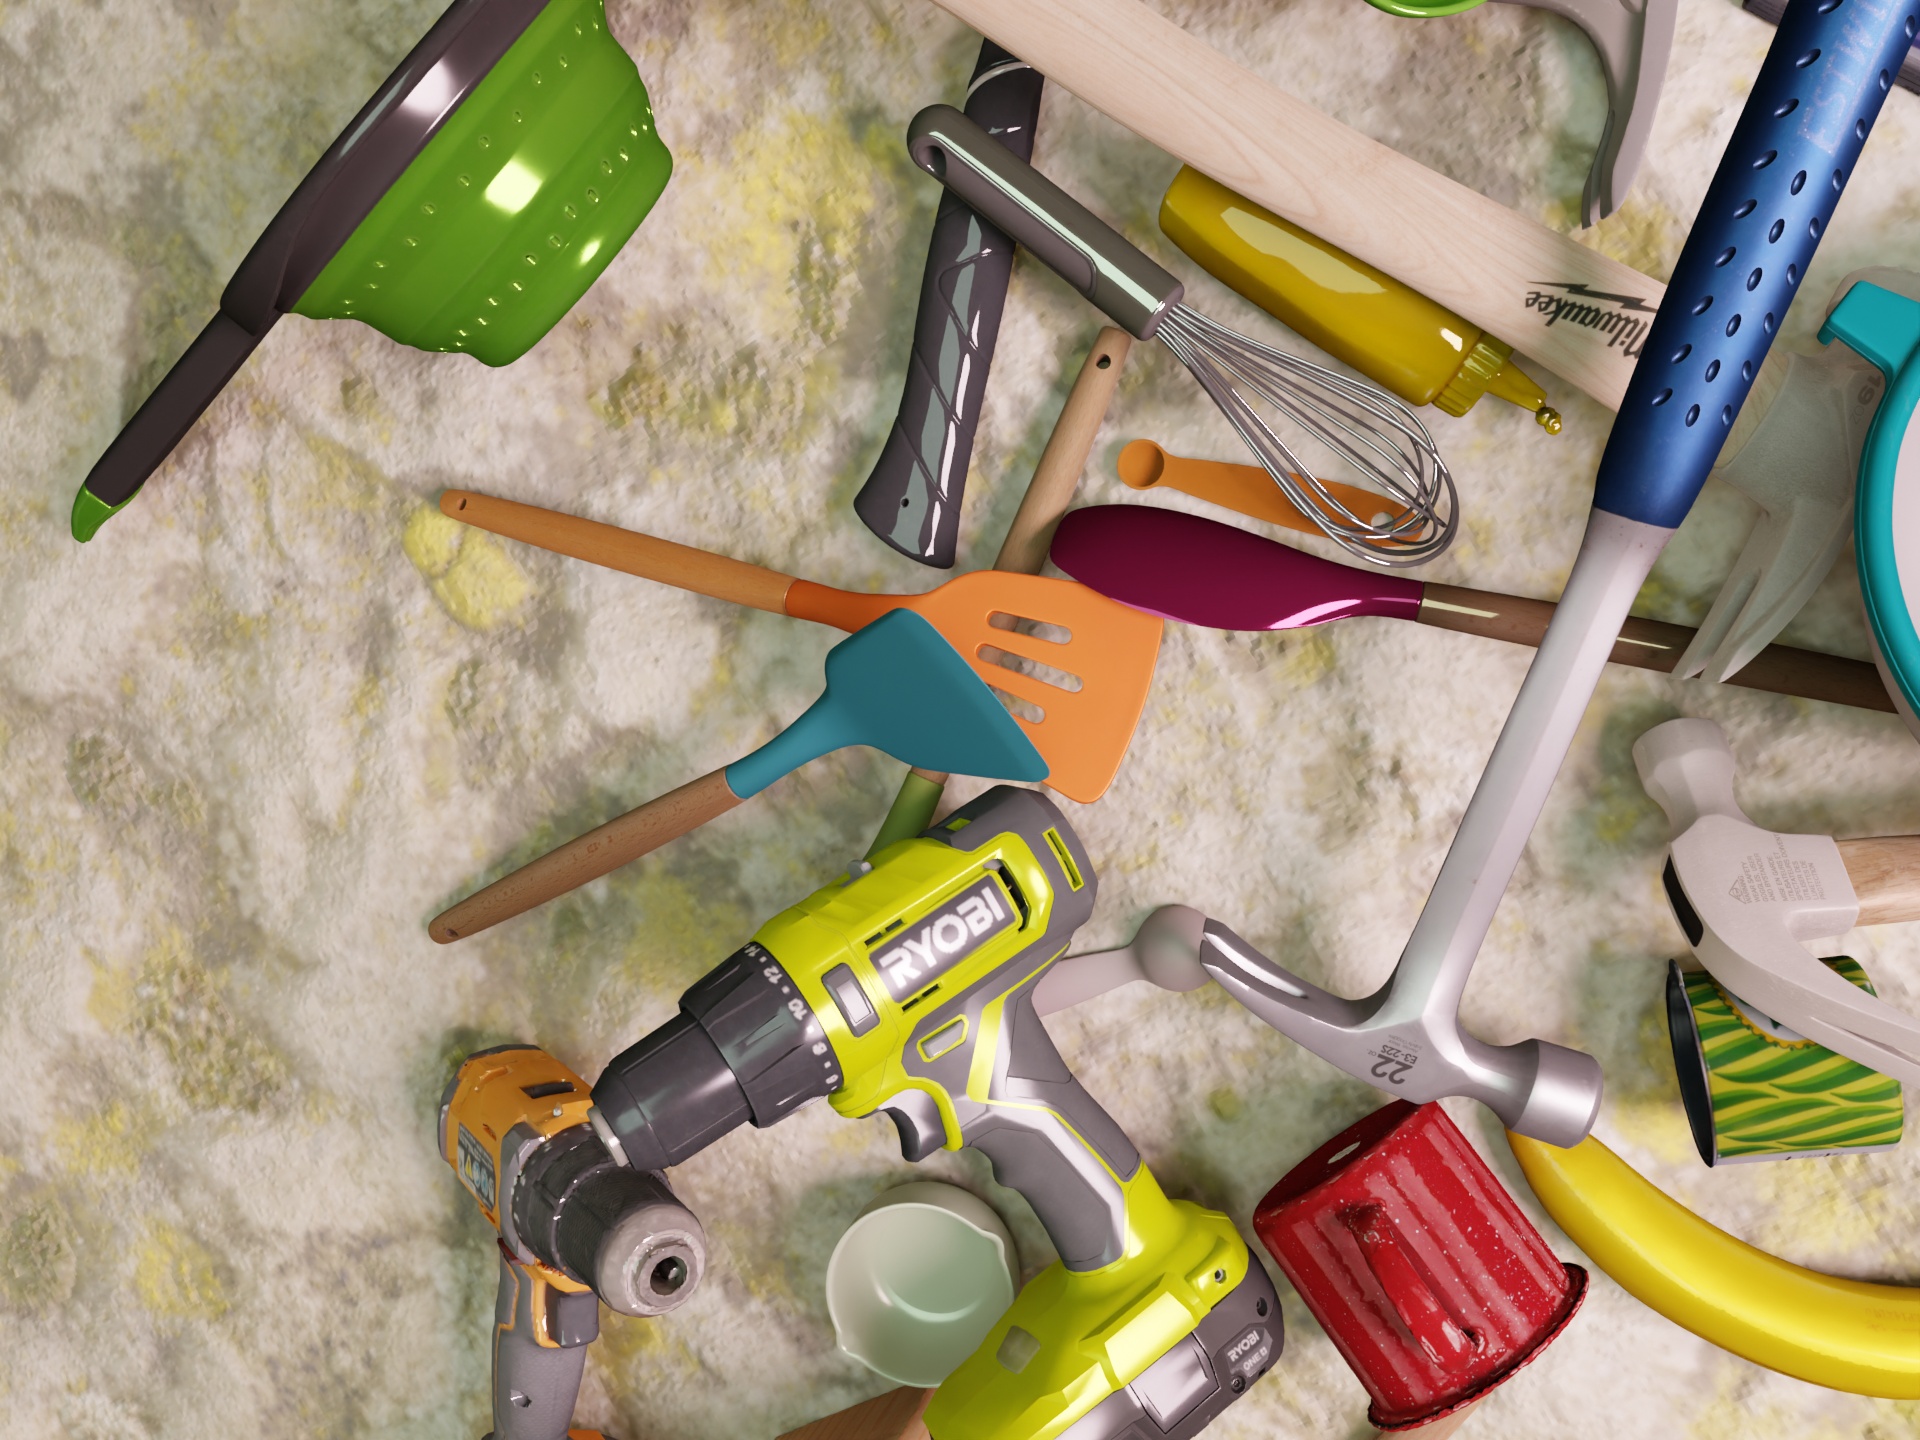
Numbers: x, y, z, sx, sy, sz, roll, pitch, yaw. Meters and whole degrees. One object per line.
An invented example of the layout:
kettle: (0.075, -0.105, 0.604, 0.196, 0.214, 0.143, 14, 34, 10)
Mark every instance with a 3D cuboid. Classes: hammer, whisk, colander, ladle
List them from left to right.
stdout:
colander: (-0.236, -0.165, 0.647, 0.397, 0.205, 0.094, -34, 120, 30)
ladle: (-0.001, -0.002, 0.628, 0.078, 0.062, 0.320, 23, 93, 7)
hammer: (0.027, -0.260, 0.601, 0.149, 0.036, 0.409, 14, 98, 13)
hammer: (0.064, -0.265, 0.551, 0.359, 0.037, 0.149, 6, 95, 2)
whisk: (0.078, -0.140, 0.568, 0.246, 0.057, 0.059, 39, 66, 4)
hammer: (0.113, -0.166, 0.510, 0.410, 0.038, 0.146, 29, 91, -4)
hammer: (0.195, -0.054, 0.484, 0.144, 0.035, 0.405, 18, 113, 5)
hammer: (0.399, 0.042, 0.498, 0.331, 0.031, 0.130, -6, 52, 9)

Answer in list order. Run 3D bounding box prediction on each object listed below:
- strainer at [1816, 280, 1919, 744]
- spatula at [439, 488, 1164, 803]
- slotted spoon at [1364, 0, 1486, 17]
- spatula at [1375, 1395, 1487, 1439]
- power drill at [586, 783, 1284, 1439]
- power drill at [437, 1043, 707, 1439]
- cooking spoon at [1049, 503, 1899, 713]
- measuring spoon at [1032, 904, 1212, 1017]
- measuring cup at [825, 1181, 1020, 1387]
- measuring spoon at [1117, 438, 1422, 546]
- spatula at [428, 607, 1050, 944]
strainer: (0.426, -0.044, 0.473, 0.340, 0.095, 0.211, -6, 75, 3)
spatula: (-0.080, -0.051, 0.627, 0.323, 0.041, 0.081, 17, 87, 26)
slotted spoon: (0.228, -0.345, 0.511, 0.070, 0.031, 0.314, 42, 89, 1)
spatula: (0.129, 0.334, 0.622, 0.060, 0.018, 0.316, 38, 104, 7)
power drill: (-0.003, 0.161, 0.566, 0.190, 0.080, 0.228, -32, 97, -20)
power drill: (-0.152, 0.258, 0.623, 0.185, 0.084, 0.226, 10, 99, 55)
cooking spoon: (0.189, -0.038, 0.566, 0.319, 0.069, 0.017, 12, 131, 9)
measuring spoon: (0.043, 0.105, 0.629, 0.124, 0.018, 0.034, -20, 89, 16)
measuring cup: (0.015, 0.259, 0.641, 0.083, 0.038, 0.167, -39, 91, 12)
measuring spoon: (0.116, -0.085, 0.602, 0.117, 0.011, 0.021, 15, 95, 10)
spatula: (-0.110, 0.039, 0.623, 0.317, 0.044, 0.082, -26, 118, 29)
